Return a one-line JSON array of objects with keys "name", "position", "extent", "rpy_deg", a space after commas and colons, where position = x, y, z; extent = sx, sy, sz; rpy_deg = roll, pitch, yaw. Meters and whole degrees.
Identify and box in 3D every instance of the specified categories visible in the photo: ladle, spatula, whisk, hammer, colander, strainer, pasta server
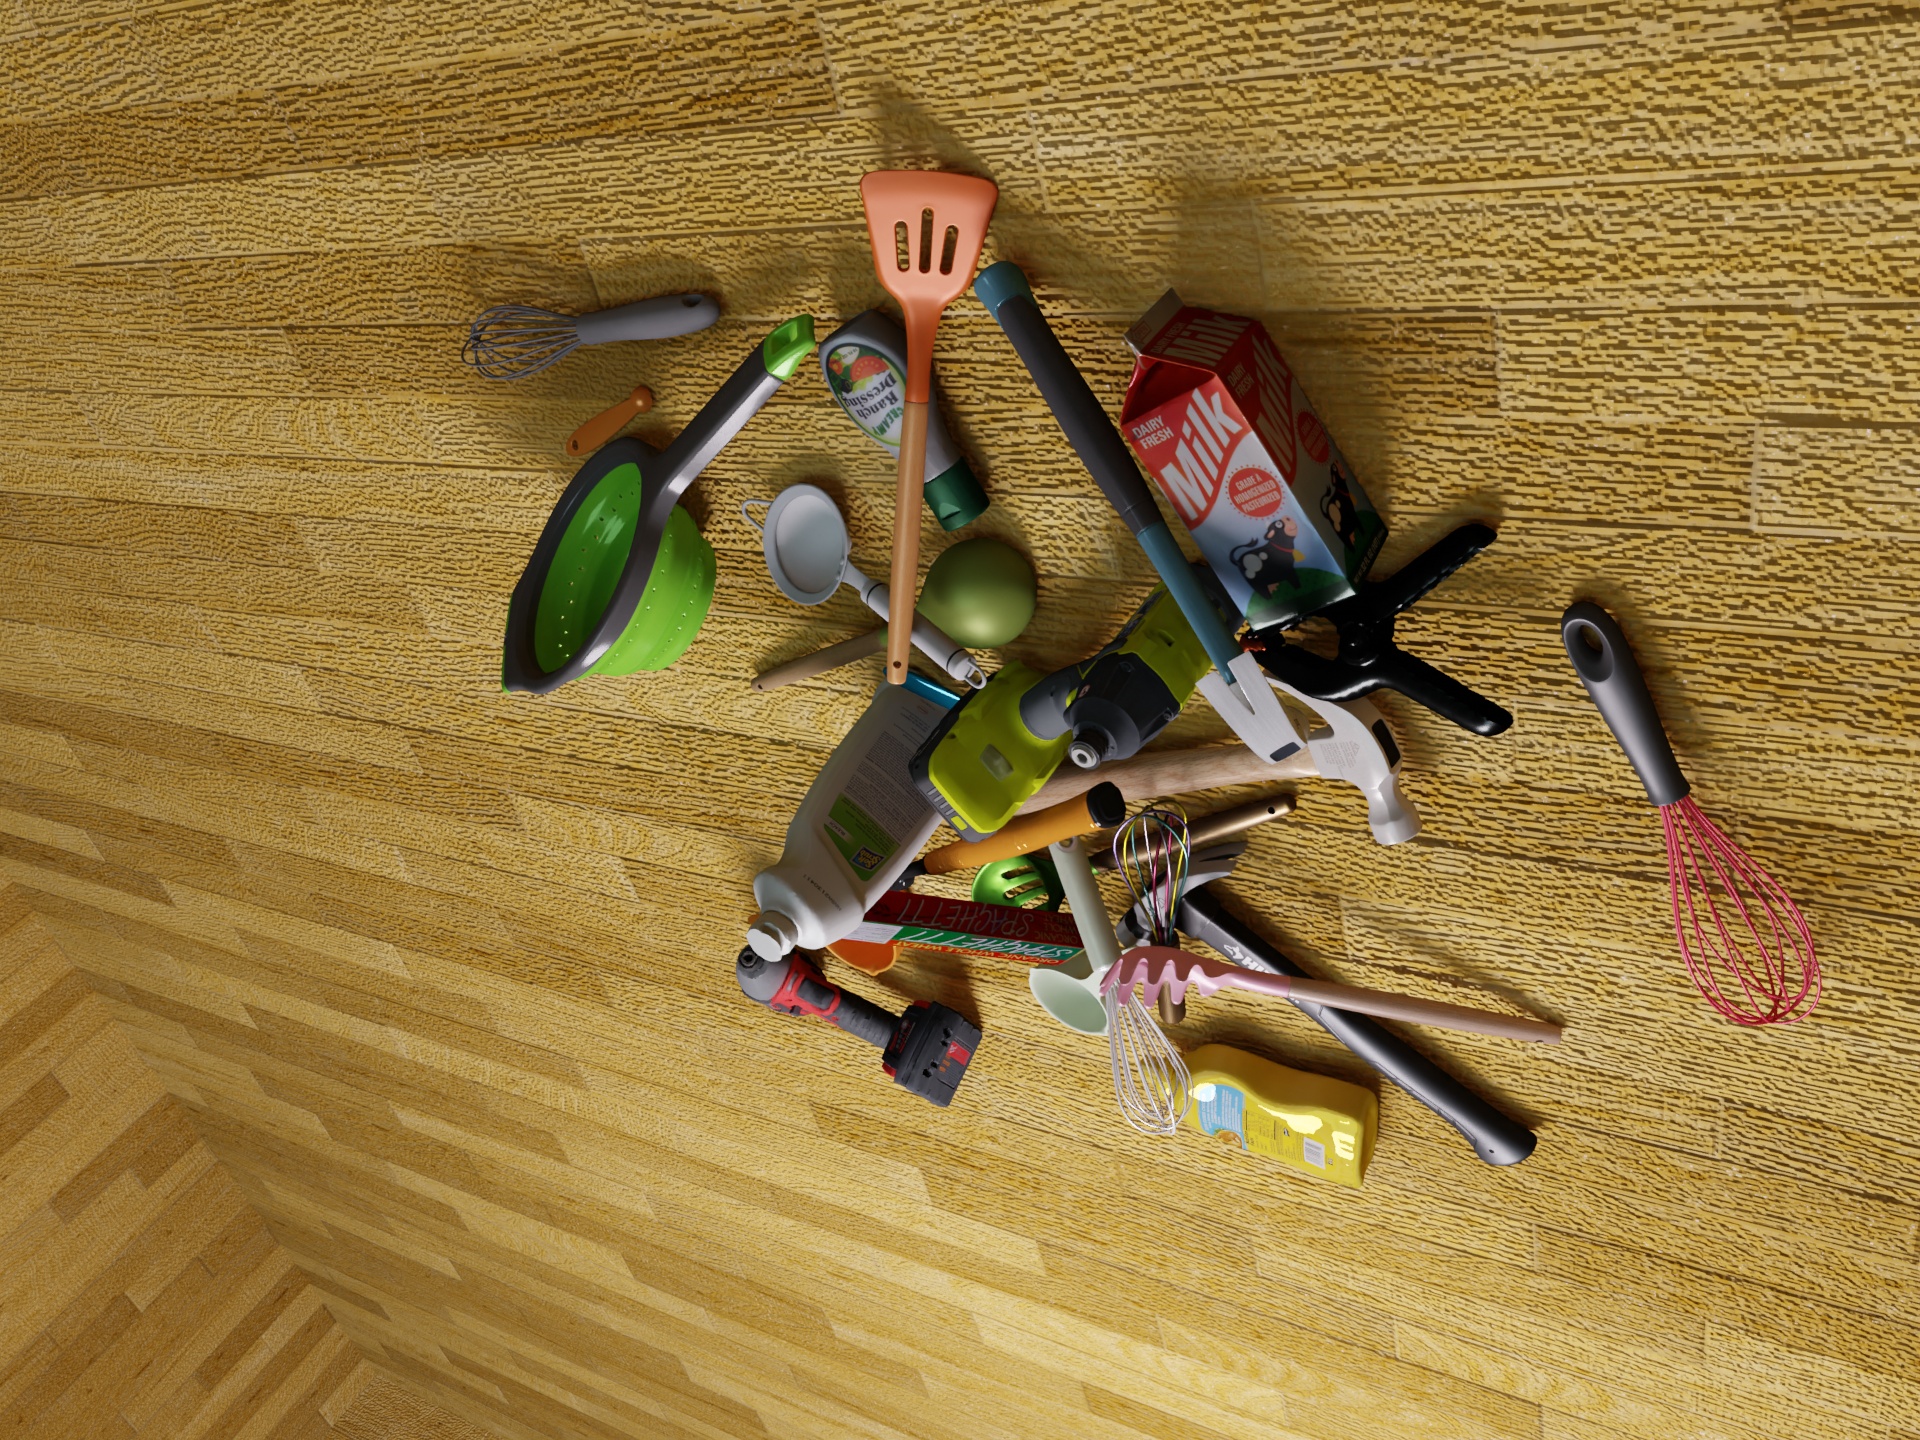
[{"name": "ladle", "position": [-0.063, -0.063, 1.182], "extent": [0.320, 0.062, 0.078], "rpy_deg": [-16, 116, 51]}, {"name": "spatula", "position": [-0.030, -0.173, 0.990], "extent": [0.081, 0.041, 0.322], "rpy_deg": [4, 110, -1]}, {"name": "whisk", "position": [-0.266, -0.277, 1.129], "extent": [0.239, 0.055, 0.055], "rpy_deg": [1, 126, 31]}, {"name": "hammer", "position": [0.280, 0.216, 1.173], "extent": [0.335, 0.035, 0.146], "rpy_deg": [36, 140, 3]}, {"name": "hammer", "position": [0.149, 0.033, 1.101], "extent": [0.331, 0.031, 0.130], "rpy_deg": [-10, 111, 44]}, {"name": "hammer", "position": [-0.003, 0.101, 1.196], "extent": [0.337, 0.127, 0.034], "rpy_deg": [-24, 85, 49]}, {"name": "colander", "position": [-0.197, -0.143, 1.153], "extent": [0.094, 0.205, 0.397], "rpy_deg": [23, 135, -34]}, {"name": "whisk", "position": [0.113, 0.190, 1.183], "extent": [0.059, 0.058, 0.246], "rpy_deg": [129, 121, -78]}, {"name": "whisk", "position": [0.149, 0.142, 1.145], "extent": [0.051, 0.047, 0.244], "rpy_deg": [17, 141, 27]}, {"name": "hammer", "position": [0.103, -0.121, 0.919], "extent": [0.033, 0.128, 0.331], "rpy_deg": [-32, 82, 15]}, {"name": "strainer", "position": [-0.063, -0.091, 1.098], "extent": [0.259, 0.050, 0.086], "rpy_deg": [41, 123, 36]}, {"name": "whisk", "position": [0.418, 0.059, 0.920], "extent": [0.073, 0.073, 0.295], "rpy_deg": [-19, 107, 44]}, {"name": "pasta server", "position": [0.256, 0.199, 1.112], "extent": [0.316, 0.040, 0.060], "rpy_deg": [9, 155, 8]}]

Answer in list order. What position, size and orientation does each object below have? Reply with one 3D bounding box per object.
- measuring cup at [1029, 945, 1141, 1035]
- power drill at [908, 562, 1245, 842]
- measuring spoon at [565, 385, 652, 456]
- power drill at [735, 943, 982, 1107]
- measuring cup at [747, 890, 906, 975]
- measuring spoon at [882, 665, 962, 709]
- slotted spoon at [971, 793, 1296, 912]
[{"name": "measuring cup", "position": [0.114, 0.198, 1.264], "extent": [0.083, 0.038, 0.167], "rpy_deg": [41, 145, 0]}, {"name": "power drill", "position": [0.068, -0.003, 1.035], "extent": [0.080, 0.171, 0.223], "rpy_deg": [48, 142, -9]}, {"name": "measuring spoon", "position": [-0.269, -0.223, 1.198], "extent": [0.117, 0.011, 0.021], "rpy_deg": [-19, 94, 44]}, {"name": "power drill", "position": [-0.101, 0.260, 1.428], "extent": [0.220, 0.078, 0.143], "rpy_deg": [22, 166, 21]}, {"name": "measuring cup", "position": [-0.114, 0.170, 1.410], "extent": [0.174, 0.052, 0.095], "rpy_deg": [0, 126, 39]}, {"name": "measuring spoon", "position": [-0.002, -0.004, 1.166], "extent": [0.128, 0.021, 0.042], "rpy_deg": [26, 144, -12]}, {"name": "slotted spoon", "position": [0.124, 0.103, 1.193], "extent": [0.314, 0.031, 0.070], "rpy_deg": [-24, 92, 44]}]
